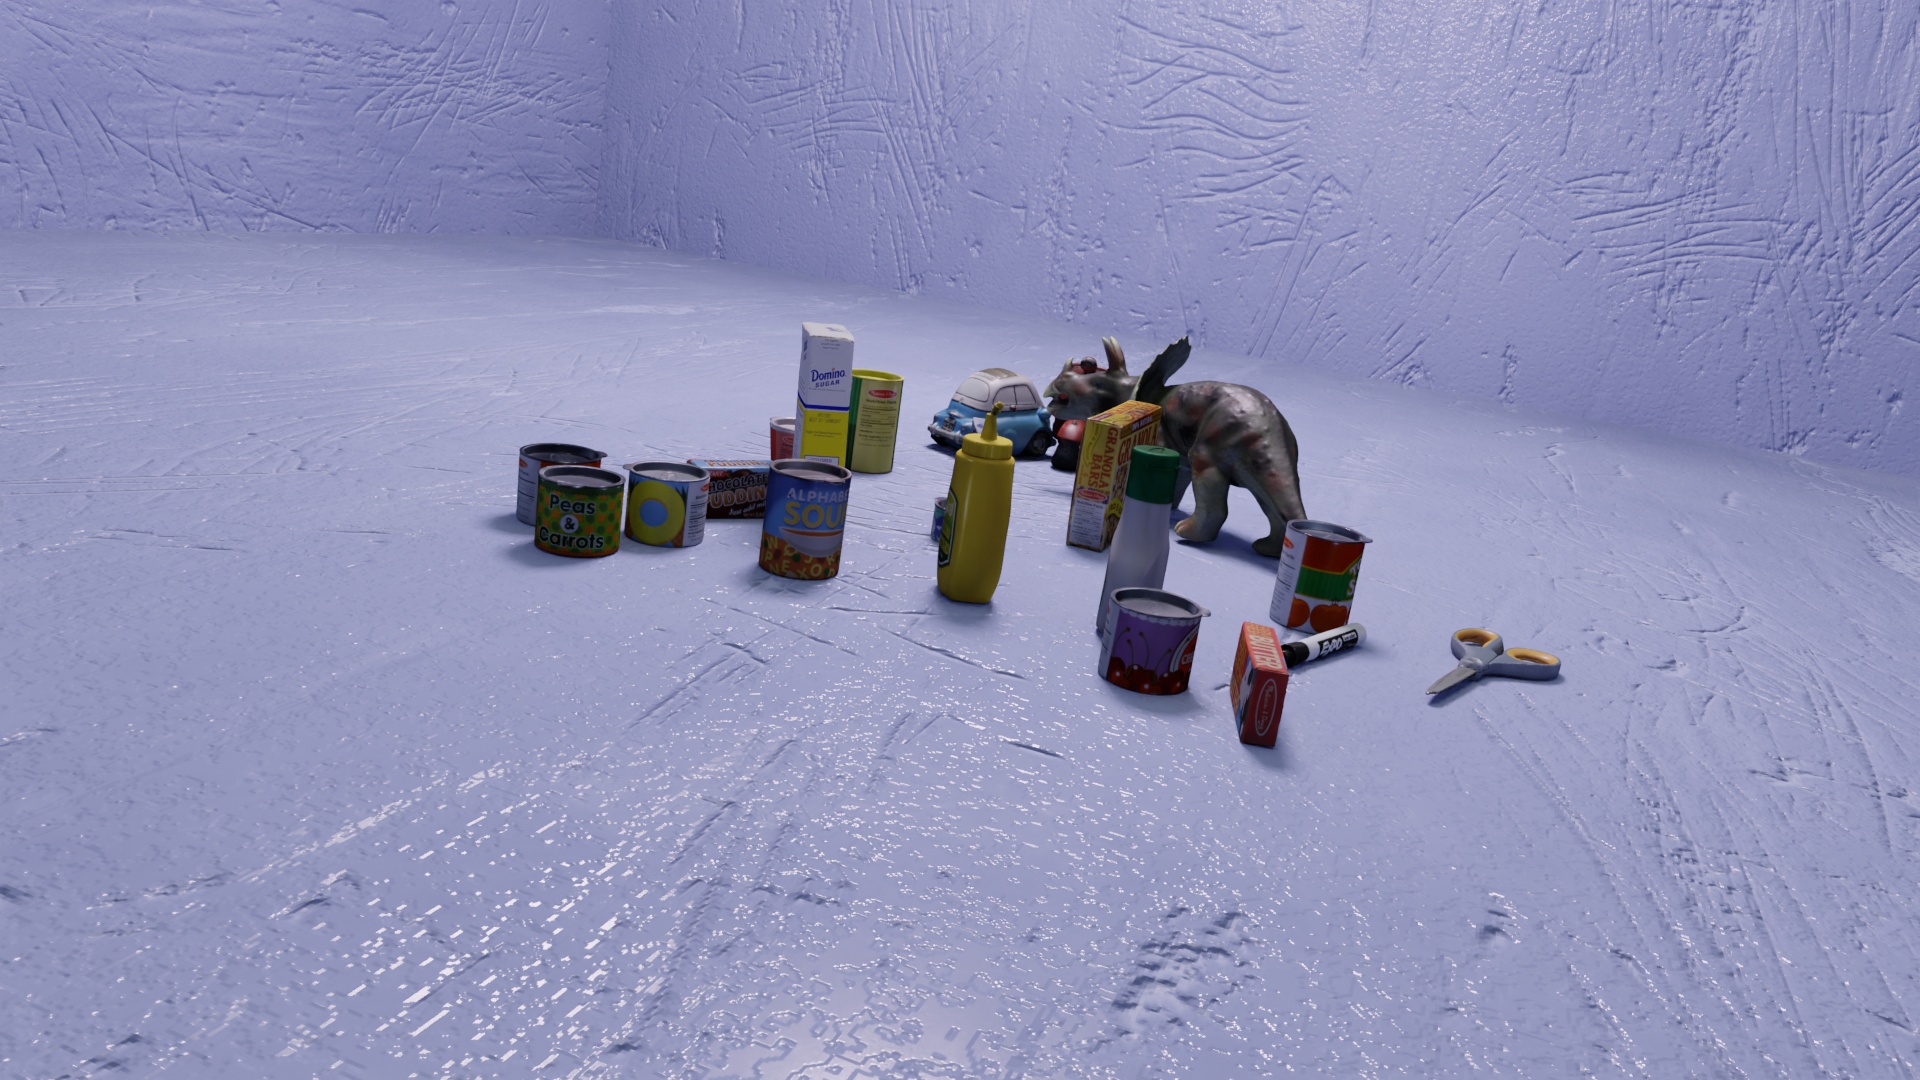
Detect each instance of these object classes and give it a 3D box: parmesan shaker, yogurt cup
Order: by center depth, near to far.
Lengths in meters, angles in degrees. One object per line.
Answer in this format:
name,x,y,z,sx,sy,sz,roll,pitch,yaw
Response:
yogurt cup,-0.165,-0.094,1.430,0.072,0.053,0.072,8,15,-2
parmesan shaker,-0.103,-0.130,1.504,0.071,0.102,0.071,8,15,-2

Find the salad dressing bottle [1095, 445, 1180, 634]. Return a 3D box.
salad dressing bottle,0.138,0.002,1.063,0.044,0.147,0.064,15,16,24

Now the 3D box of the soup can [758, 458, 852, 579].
soup can,-0.123,-0.017,1.111,0.071,0.083,0.071,8,15,-2

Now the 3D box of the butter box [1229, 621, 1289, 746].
butter box,0.200,0.095,0.936,0.024,0.053,0.104,10,15,5

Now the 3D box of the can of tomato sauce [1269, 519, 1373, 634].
can of tomato sauce,0.303,0.031,1.172,0.071,0.082,0.071,8,15,-2

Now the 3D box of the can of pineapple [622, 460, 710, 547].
can of pineapple,-0.244,-0.031,1.148,0.071,0.057,0.071,8,15,-2

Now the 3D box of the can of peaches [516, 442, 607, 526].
can of peaches,-0.331,-0.045,1.152,0.071,0.058,0.071,8,15,-2

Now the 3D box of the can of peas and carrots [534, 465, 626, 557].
can of peas and carrots,-0.298,-0.023,1.085,0.071,0.058,0.071,8,15,-2

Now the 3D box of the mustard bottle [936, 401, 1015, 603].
mustard bottle,0.014,-0.033,1.100,0.049,0.159,0.065,5,15,-14

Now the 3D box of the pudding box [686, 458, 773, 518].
pudding box,-0.204,-0.047,1.243,0.084,0.049,0.030,-1,17,-31

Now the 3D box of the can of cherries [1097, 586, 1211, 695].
can of cherries,0.136,0.071,0.980,0.071,0.058,0.072,8,15,-2

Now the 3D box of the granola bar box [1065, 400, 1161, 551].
granola bar box,0.152,-0.067,1.373,0.039,0.123,0.166,13,16,18

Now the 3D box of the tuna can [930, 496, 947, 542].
tuna can,0.005,-0.016,1.278,0.071,0.032,0.071,8,15,-2

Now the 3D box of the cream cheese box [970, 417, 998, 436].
cream cheese box,0.025,-0.104,1.573,0.024,0.053,0.104,7,15,-6
